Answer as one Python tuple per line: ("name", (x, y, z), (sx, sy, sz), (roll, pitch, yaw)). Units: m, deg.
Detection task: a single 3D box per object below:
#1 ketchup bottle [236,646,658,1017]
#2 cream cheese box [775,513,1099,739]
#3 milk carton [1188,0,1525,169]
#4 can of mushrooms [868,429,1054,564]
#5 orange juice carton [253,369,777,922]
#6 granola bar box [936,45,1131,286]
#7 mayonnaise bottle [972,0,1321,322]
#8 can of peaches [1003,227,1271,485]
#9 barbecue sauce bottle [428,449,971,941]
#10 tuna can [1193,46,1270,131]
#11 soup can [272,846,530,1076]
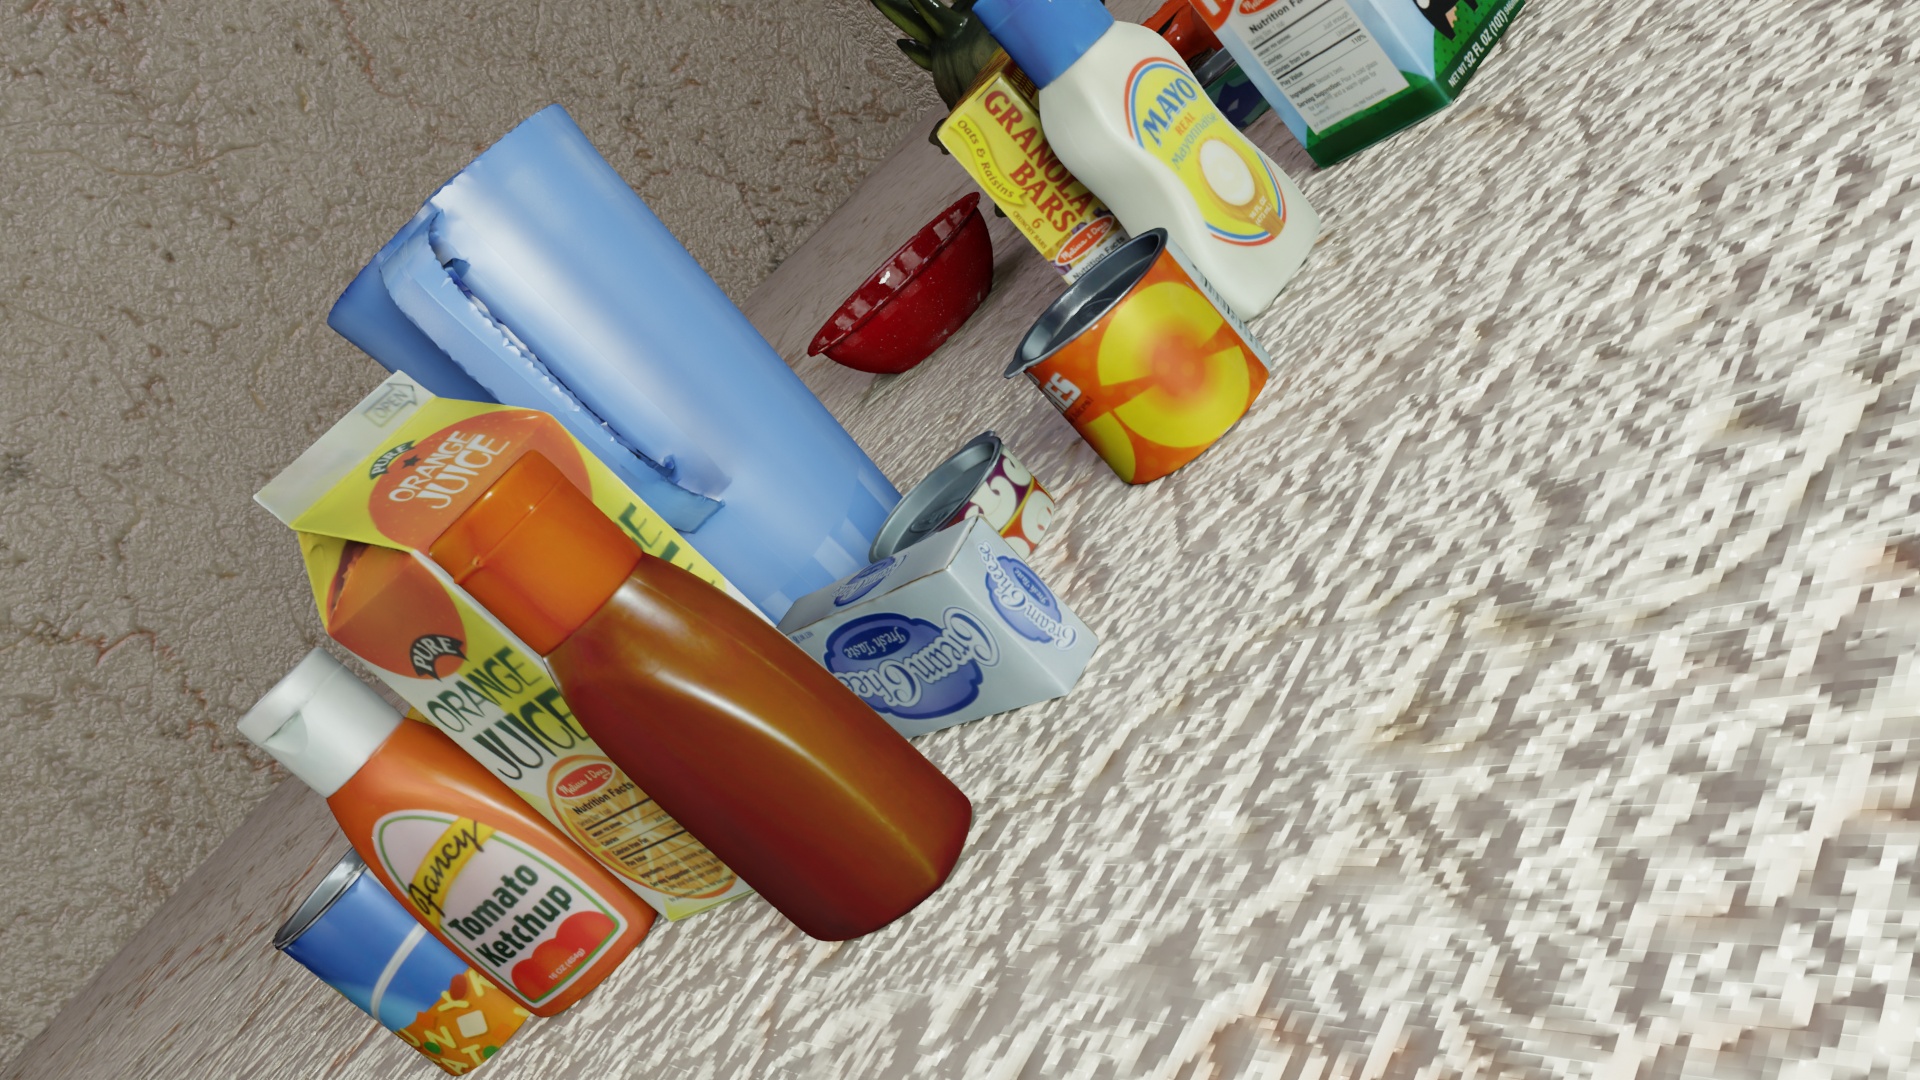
("ketchup bottle", (-0.177, 0.099, 0.482), (0.064, 0.148, 0.044), (-42, 16, 10))
("cream cheese box", (-0.011, 0.031, 0.419), (0.103, 0.053, 0.024), (-25, 25, 50))
("milk carton", (0.124, -0.248, 0.539), (0.072, 0.190, 0.073), (-52, 17, -24))
("can of mushrooms", (0.002, -0.006, 0.517), (0.071, 0.033, 0.071), (-40, 16, 14))
("orange juice carton", (-0.128, 0.031, 0.450), (0.072, 0.192, 0.072), (-31, 21, 41))
("granola bar box", (0.056, -0.165, 0.618), (0.039, 0.124, 0.166), (-37, 17, 25))
("mayonnaise bottle", (0.066, -0.148, 0.505), (0.065, 0.148, 0.041), (-52, 17, -26))
("can of peaches", (0.059, -0.059, 0.464), (0.071, 0.058, 0.071), (-40, 16, 14))
("barbecue sauce bottle", (-0.067, 0.041, 0.357), (0.064, 0.148, 0.044), (-32, 20, 38))
("tuna can", (0.150, -0.250, 0.768), (0.071, 0.033, 0.071), (-40, 16, 14))
("soup can", (-0.205, 0.154, 0.530), (0.071, 0.083, 0.071), (-40, 16, 14))
